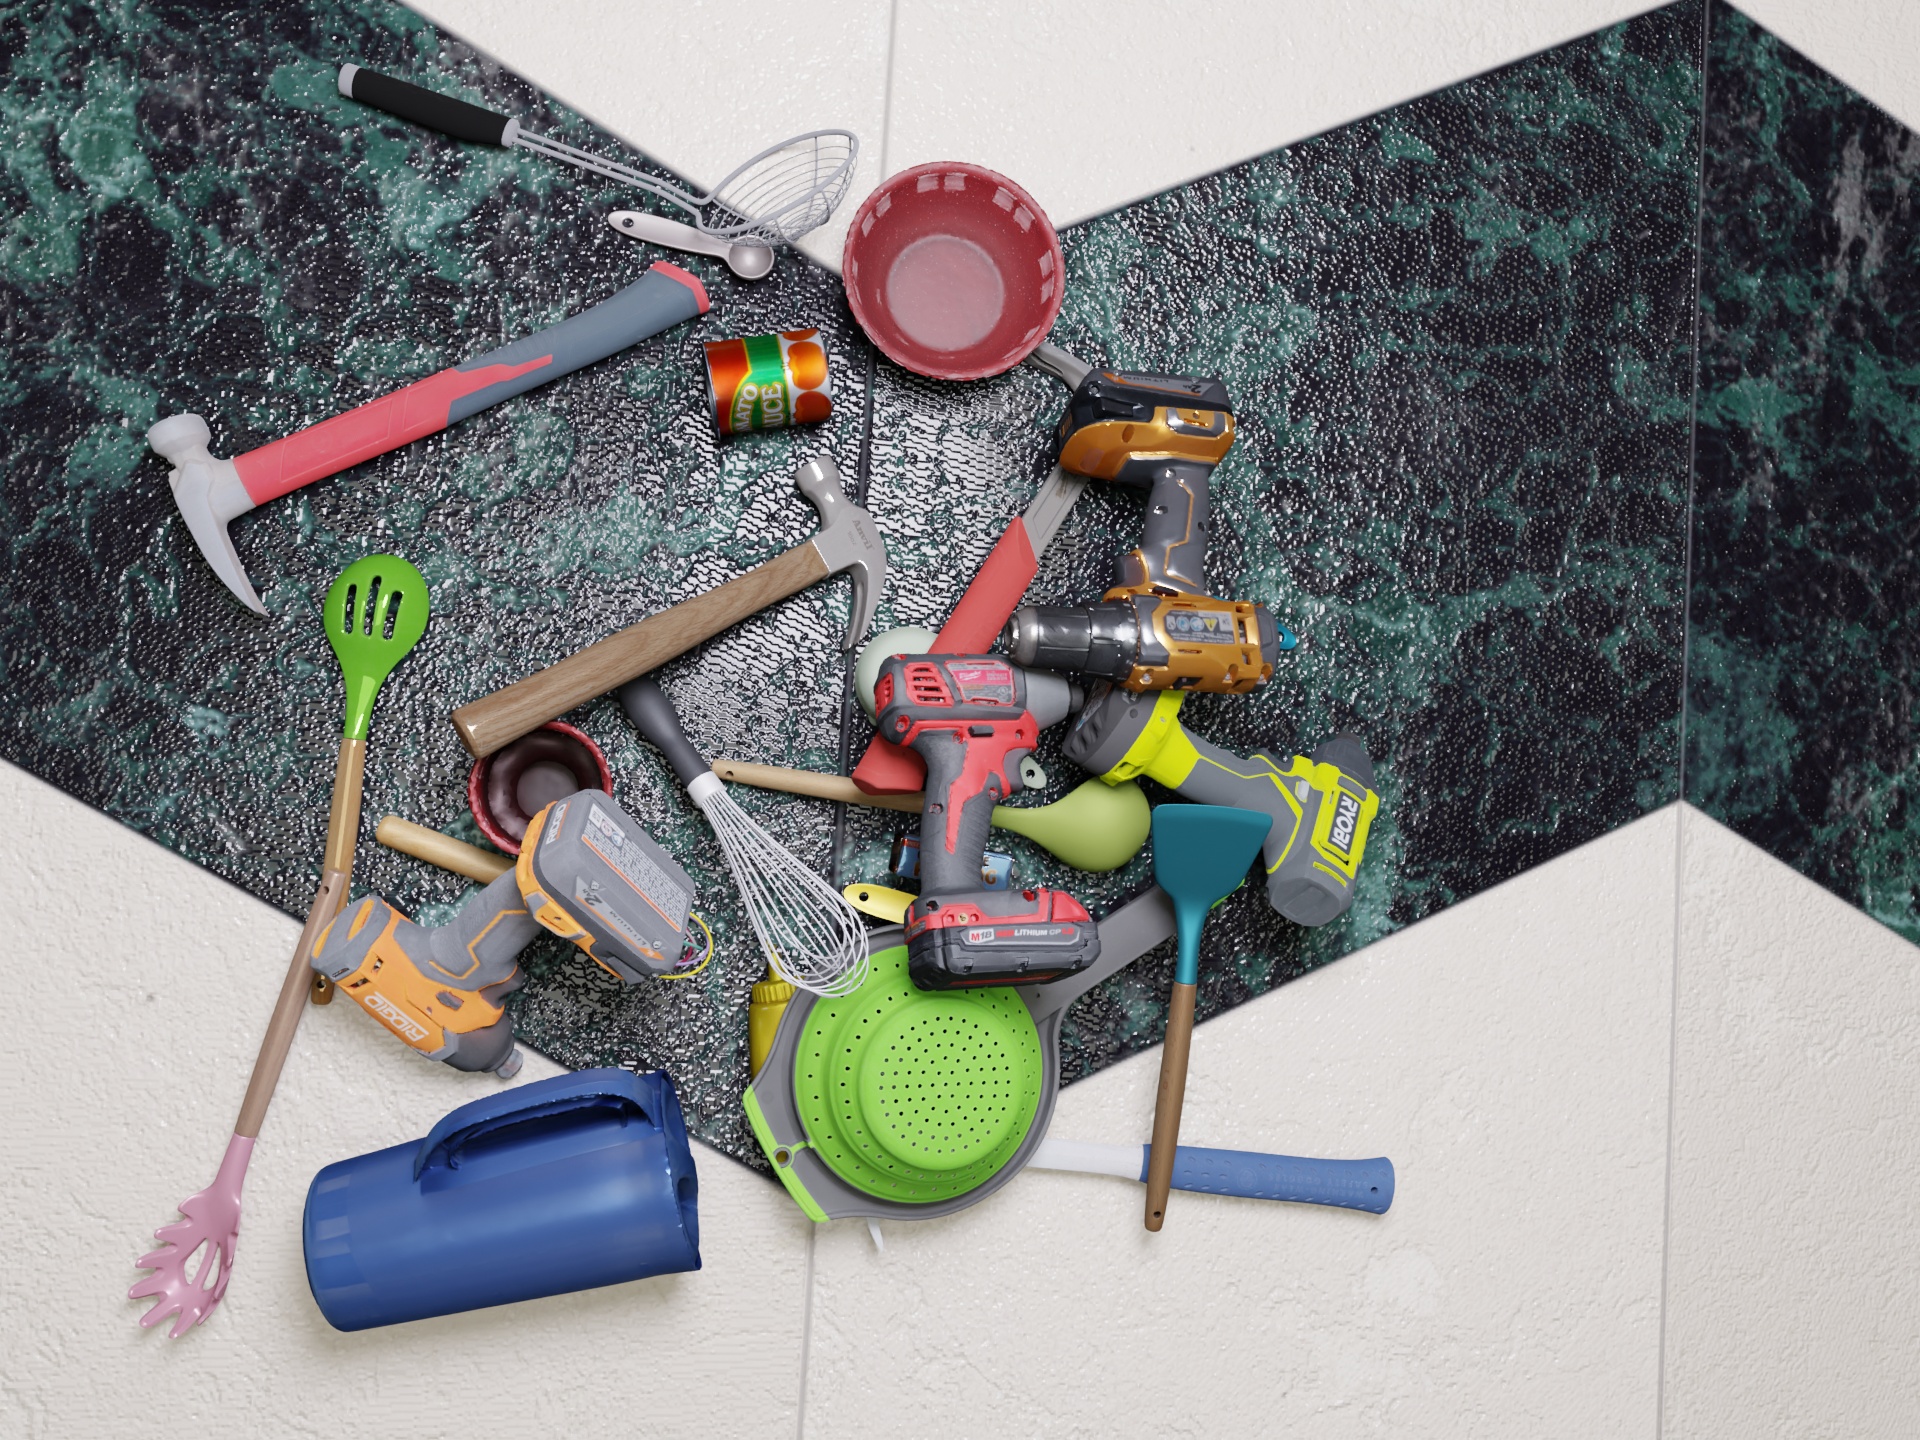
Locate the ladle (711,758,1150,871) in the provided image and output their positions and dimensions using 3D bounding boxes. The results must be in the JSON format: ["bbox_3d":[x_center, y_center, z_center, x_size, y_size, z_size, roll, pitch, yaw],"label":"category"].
[{"bbox_3d":[-0.020,0.055,1.154,0.320,0.062,0.078,9,114,-1],"label":"ladle"}]

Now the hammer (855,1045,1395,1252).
[{"bbox_3d":[0.119,0.327,1.161,0.405,0.035,0.144,8,86,-9],"label":"hammer"}]

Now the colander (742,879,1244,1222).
[{"bbox_3d":[0.047,0.200,1.091,0.397,0.094,0.204,-31,92,-15],"label":"colander"}]

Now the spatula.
[{"bbox_3d":[0.153,0.209,1.104,0.082,0.044,0.317,5,99,-4],"label":"spatula"}]

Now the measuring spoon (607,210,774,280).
[{"bbox_3d":[-0.196,-0.347,1.159,0.124,0.018,0.034,16,75,-1],"label":"measuring spoon"}]

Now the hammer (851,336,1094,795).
[{"bbox_3d":[0.021,-0.103,1.140,0.149,0.036,0.359,34,73,-6],"label":"hammer"}]

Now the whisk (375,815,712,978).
[{"bbox_3d":[-0.289,0.121,1.104,0.245,0.051,0.047,22,90,-4],"label":"whisk"}]

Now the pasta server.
[{"bbox_3d":[-0.472,0.251,1.061,0.060,0.040,0.316,18,88,7],"label":"pasta server"}]

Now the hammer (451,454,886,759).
[{"bbox_3d":[-0.189,-0.061,1.085,0.331,0.031,0.130,-31,92,-28],"label":"hammer"}]

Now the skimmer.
[{"bbox_3d":[-0.254,-0.417,1.113,0.363,0.090,0.127,17,47,-5],"label":"skimmer"}]

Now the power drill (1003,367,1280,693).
[{"bbox_3d":[0.114,-0.126,1.091,0.185,0.084,0.226,1,68,-15],"label":"power drill"}]

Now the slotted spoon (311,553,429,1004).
[{"bbox_3d":[-0.419,0.039,1.096,0.070,0.031,0.314,7,87,-7],"label":"slotted spoon"}]

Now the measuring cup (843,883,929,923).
[{"bbox_3d":[-0.010,0.145,1.155,0.156,0.029,0.062,17,85,-5],"label":"measuring cup"}]

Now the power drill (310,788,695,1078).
[{"bbox_3d":[-0.287,0.152,1.040,0.226,0.084,0.164,-27,122,20],"label":"power drill"}]

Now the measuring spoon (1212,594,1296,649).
[{"bbox_3d":[0.197,-0.081,1.207,0.128,0.021,0.042,23,83,-16],"label":"measuring spoon"}]

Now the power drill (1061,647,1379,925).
[{"bbox_3d":[0.198,0.025,1.149,0.223,0.080,0.171,33,47,-6],"label":"power drill"}]

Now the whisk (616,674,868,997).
[{"bbox_3d":[-0.157,0.073,1.089,0.070,0.070,0.285,-36,73,-9],"label":"whisk"}]

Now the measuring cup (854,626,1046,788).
[{"bbox_3d":[-0.002,-0.004,1.156,0.167,0.038,0.083,37,82,-3],"label":"measuring cup"}]

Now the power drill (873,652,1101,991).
[{"bbox_3d":[0.023,0.061,1.045,0.143,0.078,0.220,0,72,-19],"label":"power drill"}]

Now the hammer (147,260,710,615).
[{"bbox_3d":[-0.350,-0.213,1.113,0.386,0.038,0.143,-26,92,-9],"label":"hammer"}]
